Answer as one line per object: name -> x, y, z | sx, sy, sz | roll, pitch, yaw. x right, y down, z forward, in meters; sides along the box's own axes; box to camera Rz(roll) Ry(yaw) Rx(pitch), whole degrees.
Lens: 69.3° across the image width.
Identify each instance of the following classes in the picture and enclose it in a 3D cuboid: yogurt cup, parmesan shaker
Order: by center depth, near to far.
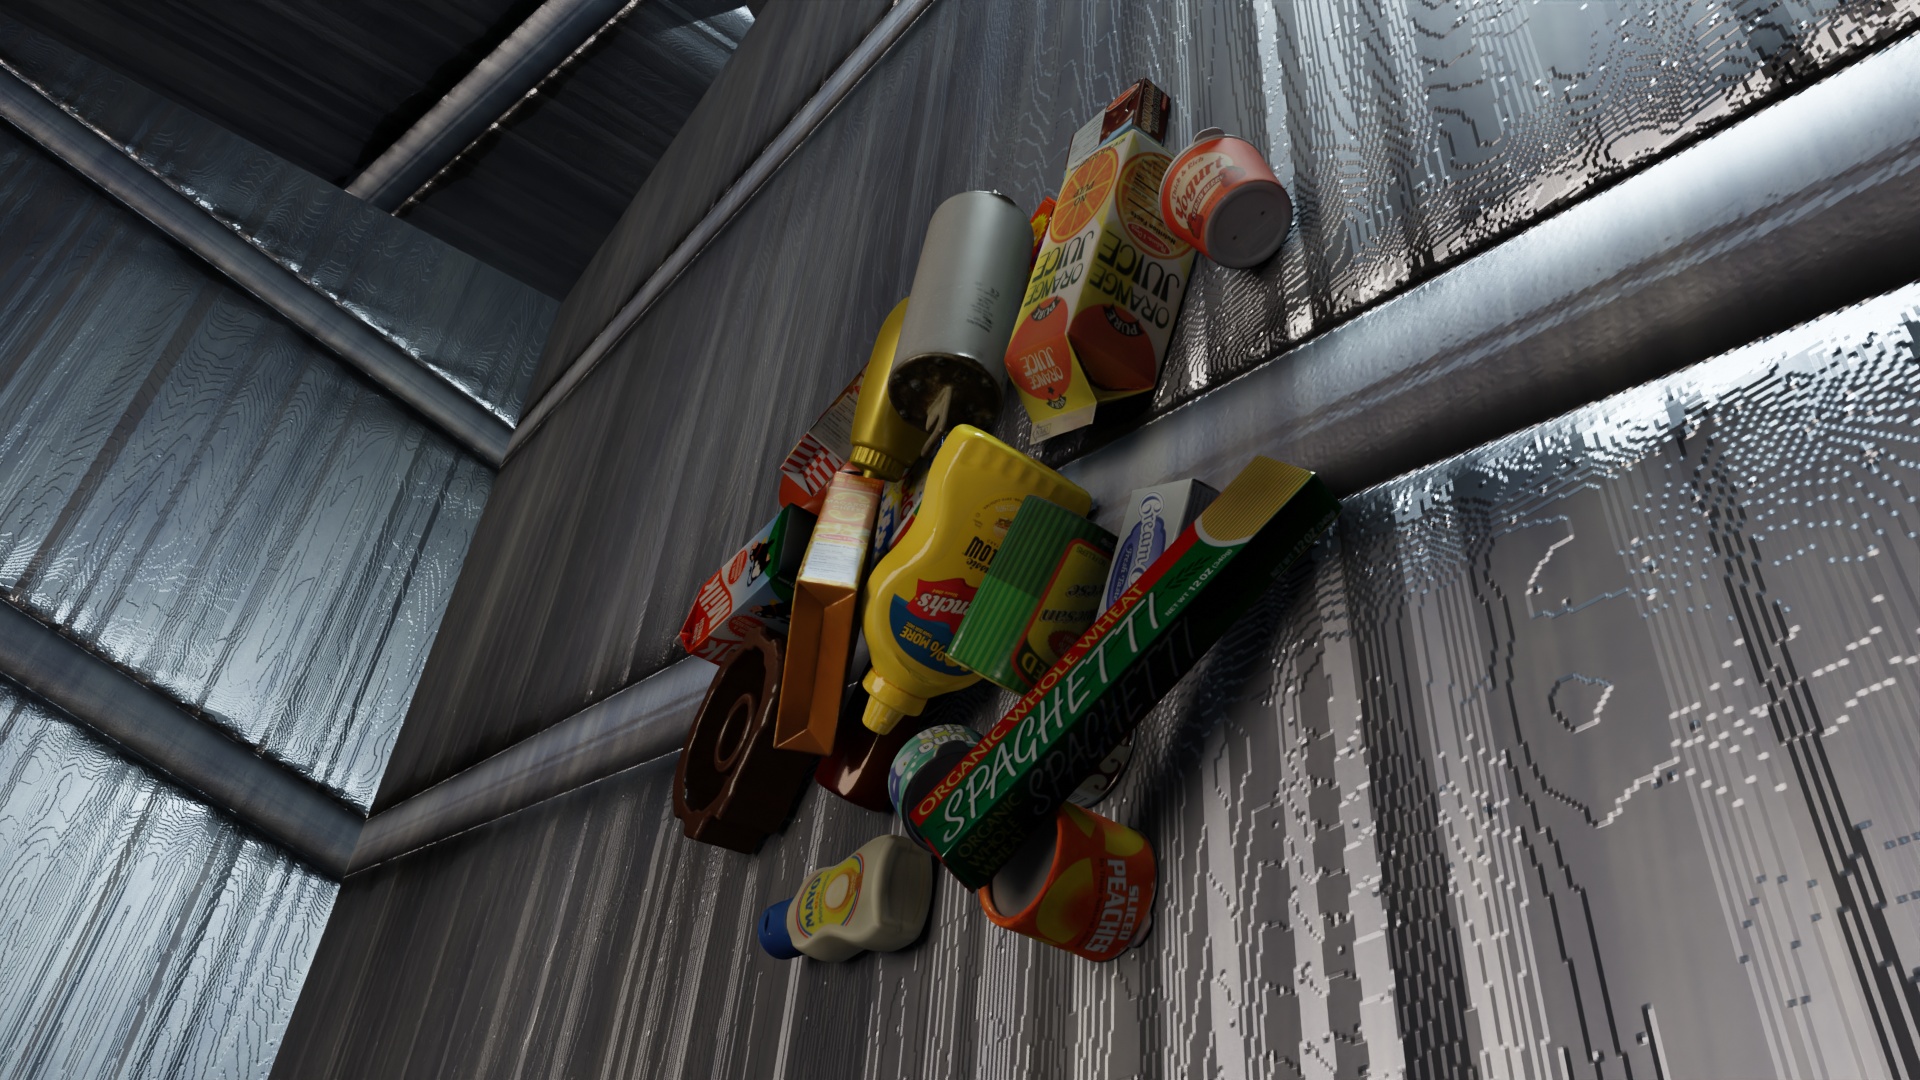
parmesan shaker -> 0.042, 0.033, 0.781 | 0.103, 0.071, 0.071 | -63, 25, -2
yogurt cup -> 0.155, -0.192, 0.799 | 0.072, 0.072, 0.054 | -53, 35, 21

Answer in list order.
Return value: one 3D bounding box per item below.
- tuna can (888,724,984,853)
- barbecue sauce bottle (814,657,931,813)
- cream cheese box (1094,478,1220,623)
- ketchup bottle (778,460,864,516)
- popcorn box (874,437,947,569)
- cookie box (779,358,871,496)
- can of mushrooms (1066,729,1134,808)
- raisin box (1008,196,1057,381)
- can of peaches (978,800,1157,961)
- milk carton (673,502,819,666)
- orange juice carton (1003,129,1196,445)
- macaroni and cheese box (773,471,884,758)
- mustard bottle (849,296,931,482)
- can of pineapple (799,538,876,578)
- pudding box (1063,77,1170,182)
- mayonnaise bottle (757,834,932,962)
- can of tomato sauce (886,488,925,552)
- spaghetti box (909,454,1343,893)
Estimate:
tuna can -> -0.006, 0.136, 0.772 | 0.071, 0.071, 0.033 | -60, 24, 7
barbecue sauce bottle -> -0.044, 0.100, 0.913 | 0.065, 0.043, 0.148 | 12, 76, 61
cream cheese box -> 0.102, 0.020, 0.735 | 0.053, 0.024, 0.104 | -13, 54, 57
ketchup bottle -> -0.110, -0.045, 1.182 | 0.065, 0.043, 0.149 | -64, 25, -6
popcorn box -> -0.024, -0.033, 1.012 | 0.085, 0.038, 0.127 | -44, 31, 33
cookie box -> -0.065, -0.118, 1.089 | 0.168, 0.040, 0.122 | -51, 7, -19
can of mushrooms -> 0.058, 0.101, 0.727 | 0.070, 0.033, 0.071 | -45, 30, 35
raisin box -> 0.054, -0.181, 1.008 | 0.123, 0.040, 0.086 | -56, 25, 12
can of peaches -> 0.051, 0.159, 0.655 | 0.071, 0.058, 0.071 | -44, 30, 35
milk carton -> -0.165, 0.056, 1.155 | 0.189, 0.072, 0.074 | -40, 34, 41
orange juice carton -> 0.089, -0.151, 0.871 | 0.071, 0.073, 0.193 | -13, 55, 59
macaroni and cheese box -> -0.085, 0.043, 0.914 | 0.167, 0.040, 0.123 | -84, 5, -65
mustard bottle -> -0.045, -0.094, 0.994 | 0.049, 0.065, 0.160 | 9, 74, 57
can of pineapple -> -0.080, 0.021, 1.043 | 0.070, 0.058, 0.071 | -44, 31, 35
pudding box -> 0.113, -0.293, 1.016 | 0.083, 0.030, 0.050 | -28, 40, 50
mayonnaise bottle -> -0.074, 0.226, 0.847 | 0.147, 0.041, 0.065 | -34, 39, 46
can of tomato sauce -> 0.003, -0.011, 0.905 | 0.083, 0.071, 0.071 | -56, 26, 8
spaghetti box -> 0.077, 0.059, 0.652 | 0.250, 0.028, 0.050 | -45, 24, -6
